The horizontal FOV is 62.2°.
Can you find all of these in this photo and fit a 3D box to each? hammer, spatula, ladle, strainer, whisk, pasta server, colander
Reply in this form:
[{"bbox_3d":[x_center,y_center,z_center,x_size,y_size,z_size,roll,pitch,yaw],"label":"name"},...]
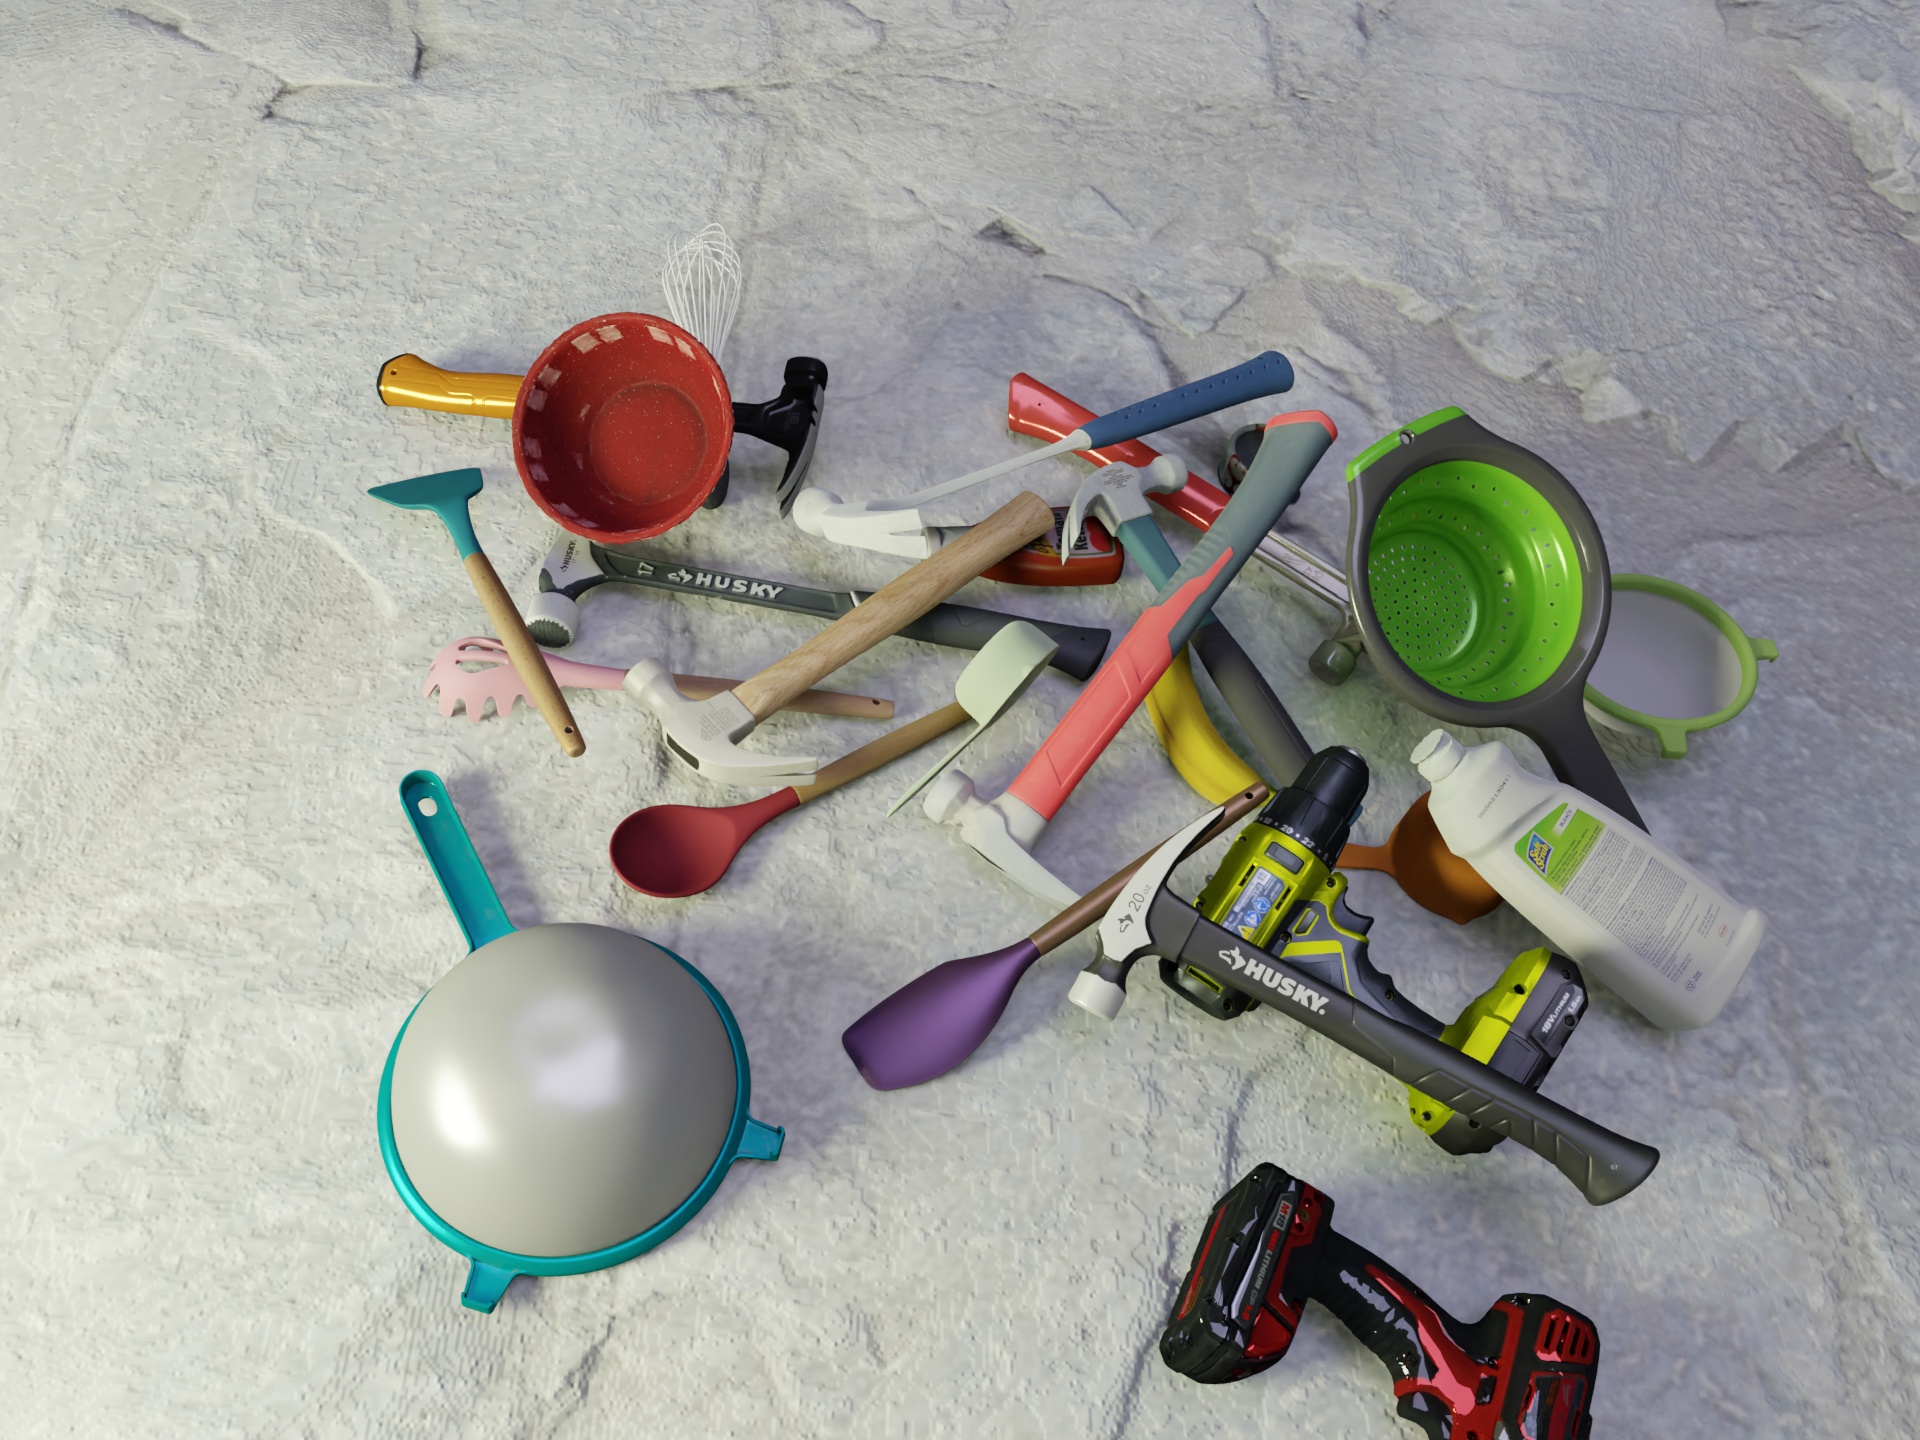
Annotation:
[{"bbox_3d":[-0.273,-0.229,1.187,0.337,0.034,0.127,7,65,5],"label":"hammer"},{"bbox_3d":[0.069,0.129,0.996,0.316,0.018,0.060,-33,68,-12],"label":"spatula"},{"bbox_3d":[0.084,-0.202,1.175,0.405,0.035,0.144,-23,26,-24],"label":"hammer"},{"bbox_3d":[-0.090,0.038,1.065,0.315,0.031,0.069,-26,68,-27],"label":"ladle"},{"bbox_3d":[0.181,-0.053,1.126,0.128,0.033,0.331,-17,64,-27],"label":"hammer"},{"bbox_3d":[-0.060,-0.066,1.095,0.331,0.031,0.130,-36,70,-25],"label":"hammer"},{"bbox_3d":[0.471,-0.064,1.215,0.151,0.069,0.257,-37,60,-27],"label":"strainer"},{"bbox_3d":[-0.200,-0.283,1.253,0.070,0.070,0.285,-1,60,-11],"label":"whisk"},{"bbox_3d":[-0.203,-0.020,1.087,0.316,0.040,0.060,6,55,-11],"label":"pasta server"},{"bbox_3d":[-0.255,0.145,0.918,0.211,0.095,0.341,-23,64,-24],"label":"strainer"},{"bbox_3d":[-0.317,-0.084,1.076,0.082,0.044,0.318,-18,54,-26],"label":"spatula"},{"bbox_3d":[0.147,-0.049,1.074,0.143,0.038,0.386,36,80,14],"label":"hammer"},{"bbox_3d":[0.387,-0.021,1.130,0.204,0.094,0.397,-30,91,-16],"label":"colander"},{"bbox_3d":[-0.093,-0.086,1.146,0.409,0.036,0.149,10,53,-4],"label":"hammer"},{"bbox_3d":[0.242,0.178,0.930,0.335,0.035,0.146,27,83,14],"label":"hammer"},{"bbox_3d":[0.189,-0.178,1.241,0.359,0.036,0.149,35,77,18],"label":"hammer"}]

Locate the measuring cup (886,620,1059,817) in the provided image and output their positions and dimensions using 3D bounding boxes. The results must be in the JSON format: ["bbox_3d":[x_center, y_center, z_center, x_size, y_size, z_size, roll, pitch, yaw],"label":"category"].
[{"bbox_3d":[-0.002,-0.003,1.073,0.038,0.083,0.167,44,75,6],"label":"measuring cup"}]

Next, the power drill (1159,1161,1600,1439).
[{"bbox_3d":[0.227,0.367,0.863,0.227,0.080,0.188,27,56,6],"label":"power drill"}]

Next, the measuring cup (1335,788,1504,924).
[{"bbox_3d":[0.303,0.083,1.085,0.173,0.052,0.095,5,55,-9],"label":"measuring cup"}]

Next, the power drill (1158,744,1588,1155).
[{"bbox_3d":[0.264,0.142,0.996,0.228,0.080,0.190,34,79,13],"label":"power drill"}]
